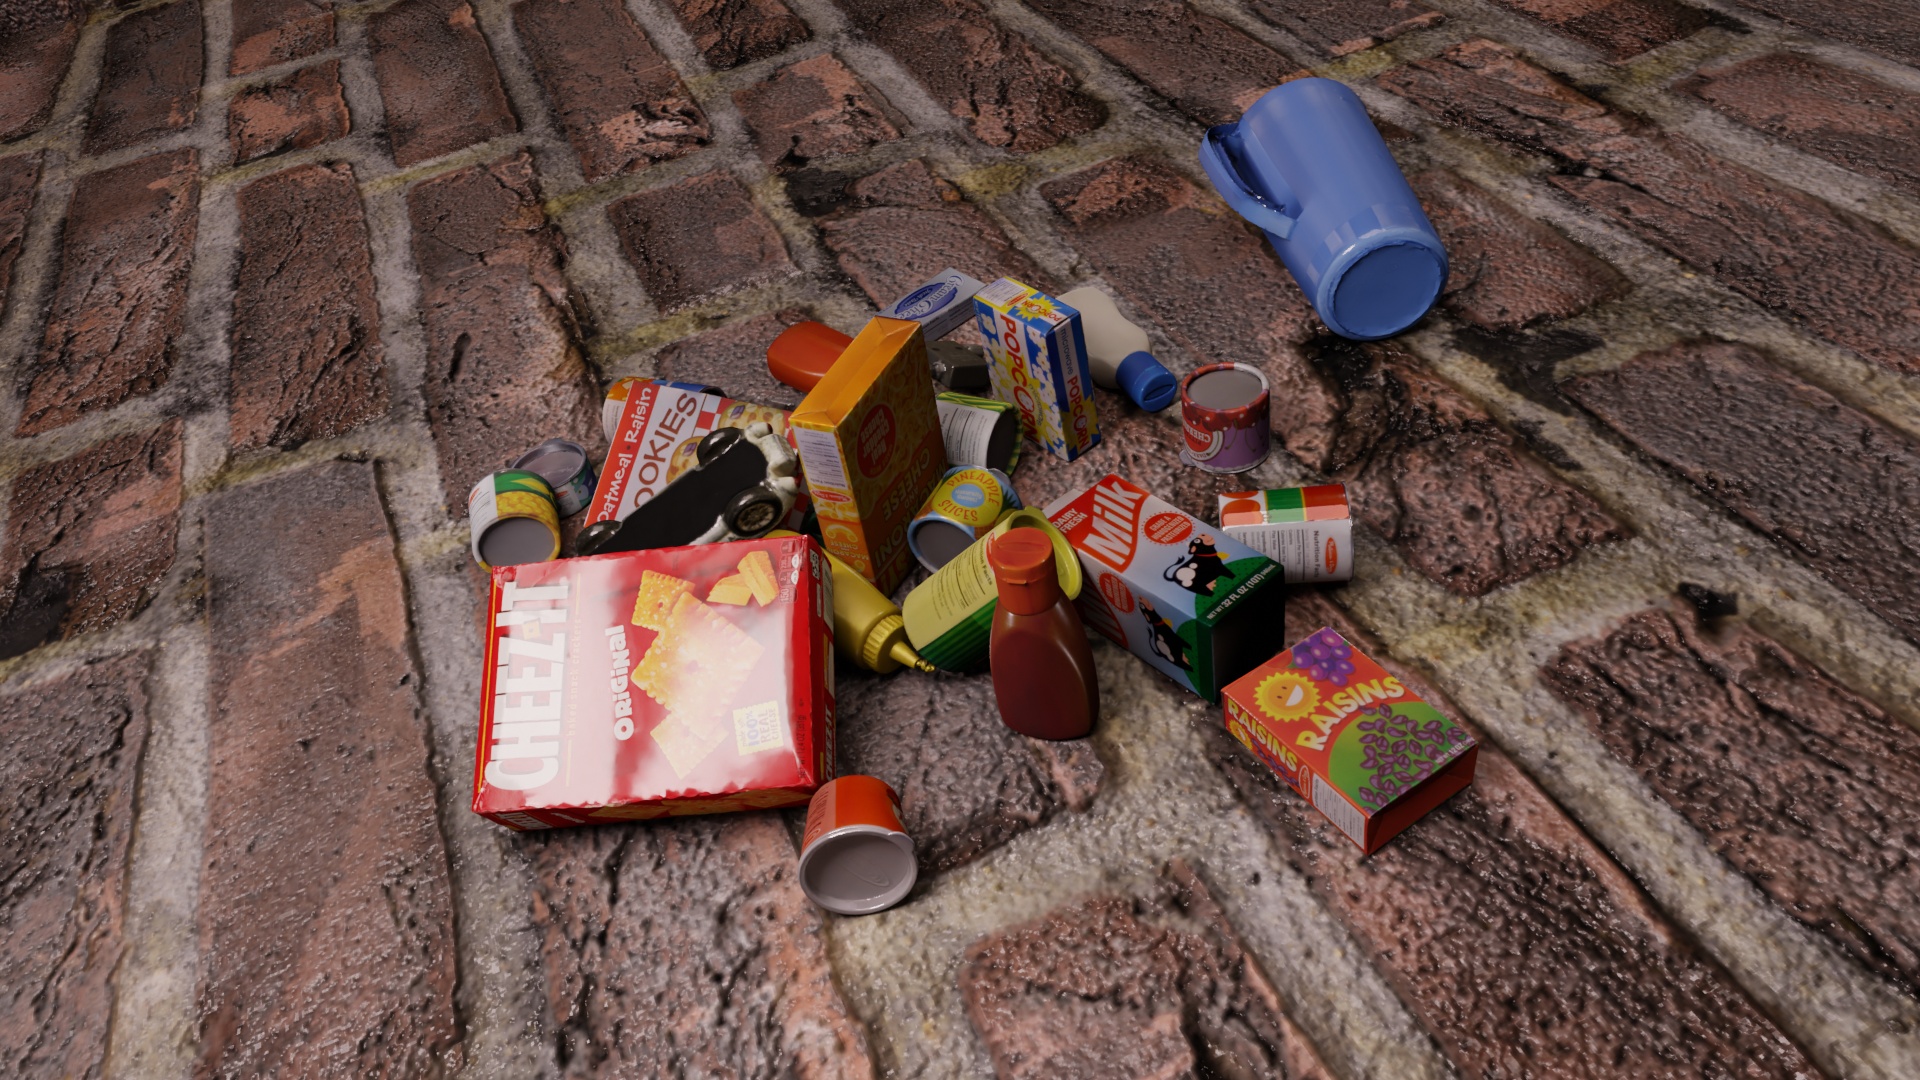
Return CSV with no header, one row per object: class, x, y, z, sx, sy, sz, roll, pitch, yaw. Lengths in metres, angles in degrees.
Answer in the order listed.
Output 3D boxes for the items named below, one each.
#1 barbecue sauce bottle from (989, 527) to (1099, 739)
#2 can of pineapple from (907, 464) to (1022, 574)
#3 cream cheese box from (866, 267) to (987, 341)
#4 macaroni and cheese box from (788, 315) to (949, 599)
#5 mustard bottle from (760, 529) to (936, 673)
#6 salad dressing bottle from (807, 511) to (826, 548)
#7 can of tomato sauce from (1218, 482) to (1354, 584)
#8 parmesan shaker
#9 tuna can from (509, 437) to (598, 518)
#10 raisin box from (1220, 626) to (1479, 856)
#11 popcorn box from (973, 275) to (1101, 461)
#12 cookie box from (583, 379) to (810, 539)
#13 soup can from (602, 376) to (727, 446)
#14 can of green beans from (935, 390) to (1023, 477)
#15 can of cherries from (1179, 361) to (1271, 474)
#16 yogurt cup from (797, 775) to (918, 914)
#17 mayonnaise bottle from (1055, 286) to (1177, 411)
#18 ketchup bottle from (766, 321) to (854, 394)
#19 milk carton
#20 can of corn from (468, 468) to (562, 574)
barbecue sauce bottle,0.046,0.058,0.839,0.065,0.147,0.044,4,44,17
can of pineapple,0.004,-0.012,0.989,0.071,0.070,0.058,12,47,25
cream cheese box,-0.028,-0.205,1.248,0.104,0.024,0.053,-37,48,-26
macaroni and cheese box,-0.057,-0.054,0.976,0.040,0.165,0.124,12,46,24
mustard bottle,-0.079,0.050,0.944,0.160,0.065,0.049,30,58,31
salad dressing bottle,-0.070,-0.053,1.071,0.064,0.043,0.148,7,45,22
can of tomato sauce,0.217,-0.003,0.933,0.083,0.070,0.071,-4,41,9
parmesan shaker,0.019,0.033,0.901,0.102,0.071,0.072,-37,28,34
tuna can,-0.333,-0.050,1.136,0.071,0.032,0.071,-6,41,6
raisin box,0.226,0.114,0.818,0.086,0.040,0.124,-29,43,-17
popcorn box,0.060,-0.132,1.068,0.038,0.126,0.085,-37,46,-22
cookie box,-0.193,-0.046,1.051,0.167,0.040,0.123,13,81,26
soup can,-0.240,-0.100,1.148,0.084,0.071,0.072,9,45,23
can of green beans,0.009,-0.078,1.064,0.058,0.071,0.071,14,47,25
can of cherries,0.197,-0.092,1.042,0.071,0.058,0.072,-6,41,6
yogurt cup,-0.060,0.173,0.800,0.072,0.072,0.054,-12,33,0
mayonnaise bottle,0.124,-0.157,1.148,0.065,0.041,0.148,-25,44,-12
ketchup bottle,-0.095,-0.141,1.177,0.149,0.043,0.065,27,54,36
milk carton,0.118,0.020,0.923,0.072,0.073,0.191,-35,46,-25
can of corn,-0.341,-0.012,1.072,0.071,0.070,0.058,-18,42,-8
